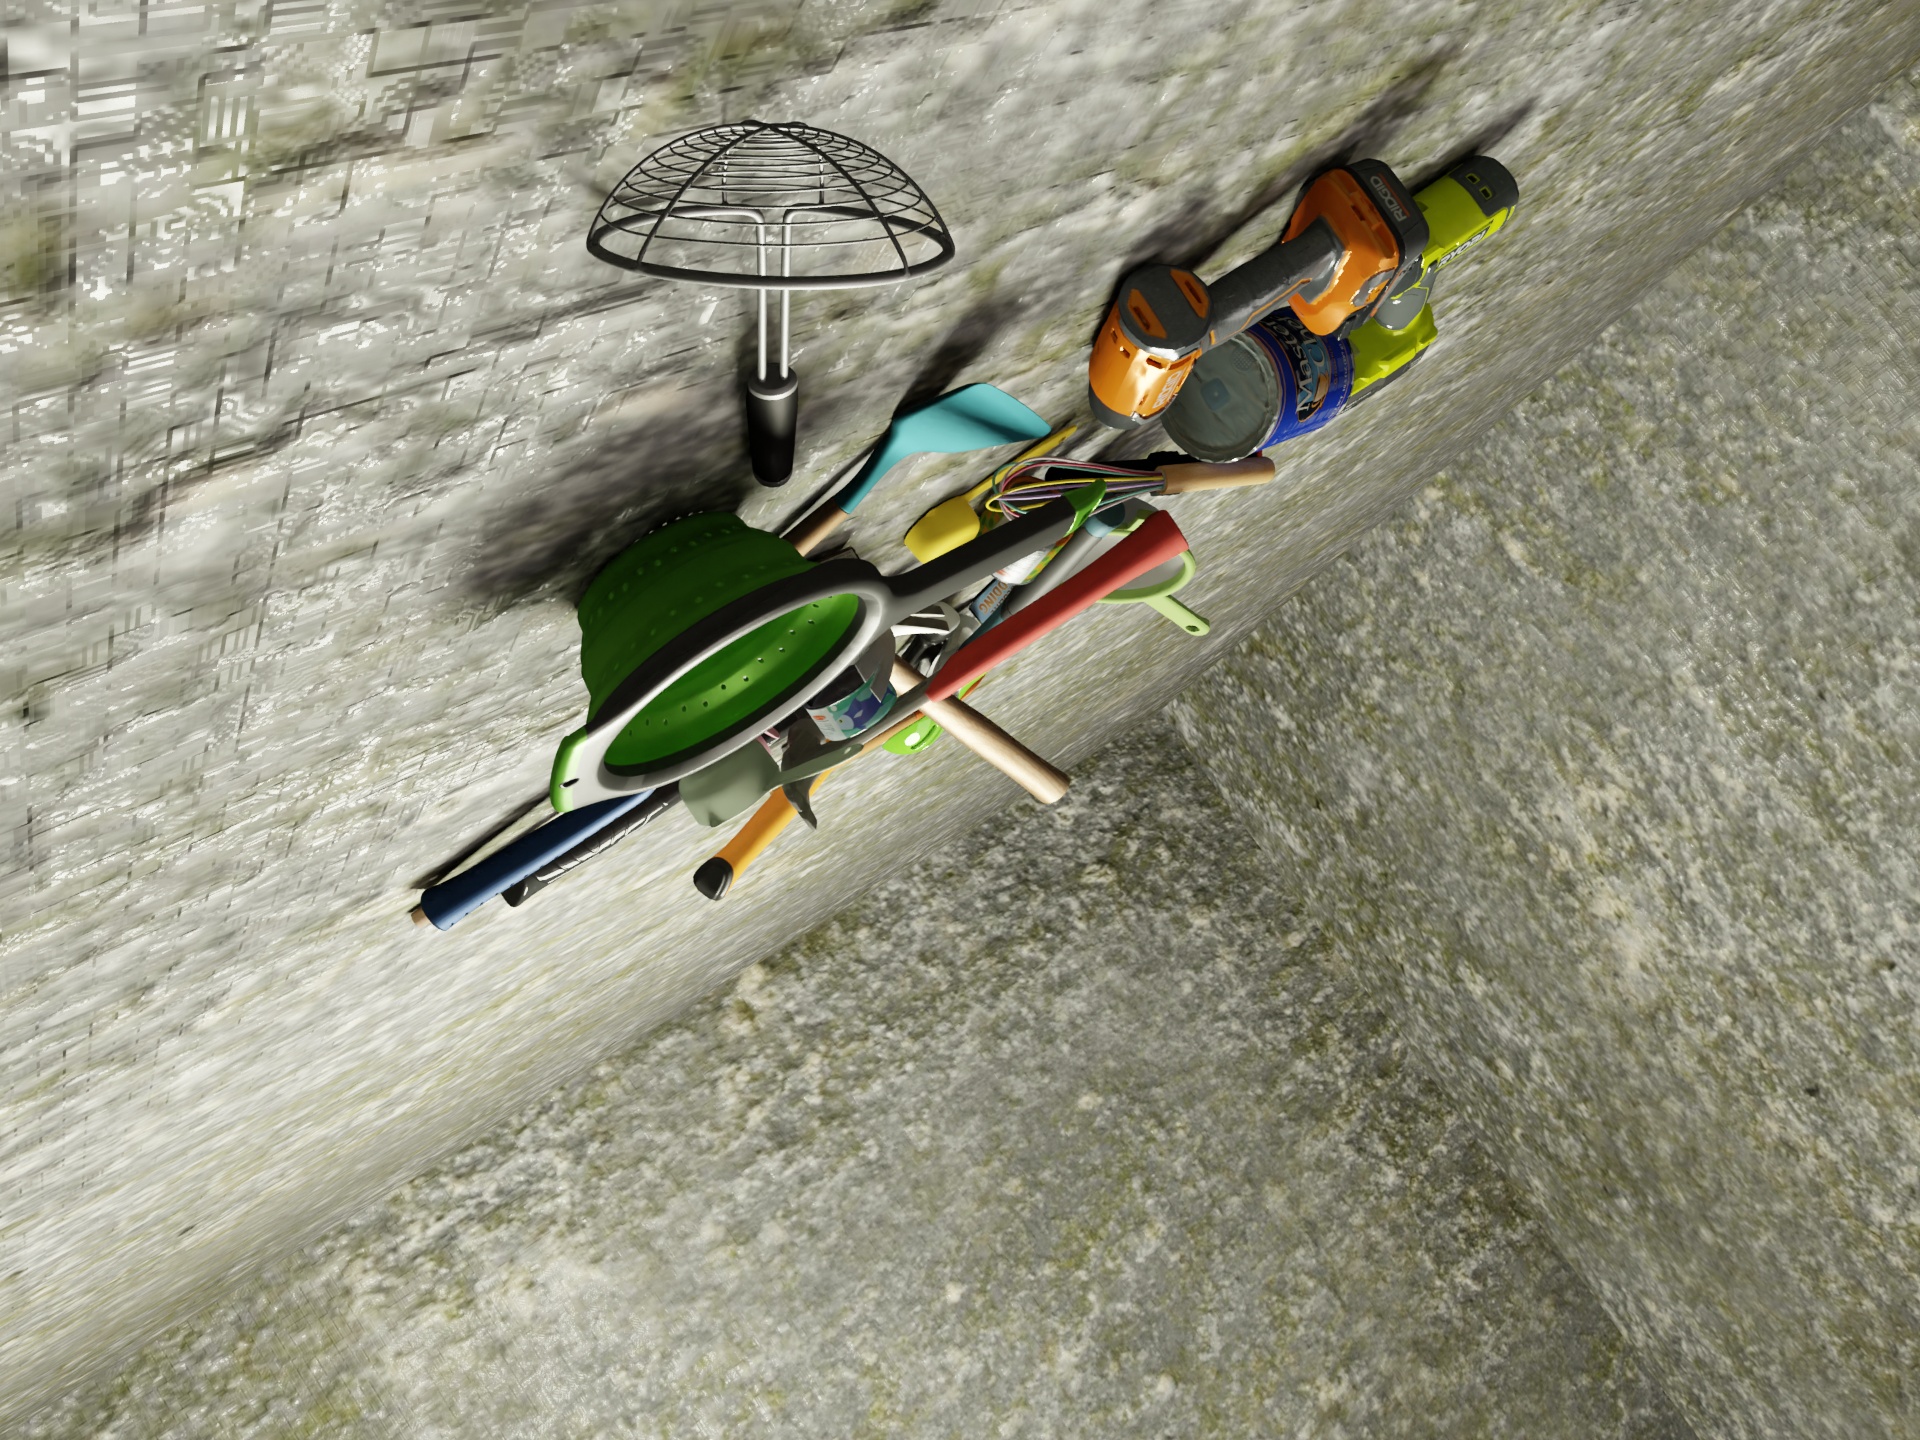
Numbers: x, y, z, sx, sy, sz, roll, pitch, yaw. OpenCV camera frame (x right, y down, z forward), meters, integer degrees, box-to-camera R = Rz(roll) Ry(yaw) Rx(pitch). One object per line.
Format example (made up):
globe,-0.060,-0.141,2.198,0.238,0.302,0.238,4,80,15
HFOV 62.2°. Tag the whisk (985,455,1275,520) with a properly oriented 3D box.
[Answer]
whisk,0.129,-0.178,1.195,0.245,0.051,0.047,-9,141,-23

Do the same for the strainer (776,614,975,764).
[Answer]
strainer,-0.077,-0.021,1.567,0.258,0.050,0.087,-32,-174,-1

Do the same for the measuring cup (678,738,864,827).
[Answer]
measuring cup,-0.144,0.031,1.193,0.167,0.038,0.083,-19,-153,33

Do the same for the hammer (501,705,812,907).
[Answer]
hammer,-0.242,0.059,1.359,0.335,0.035,0.146,-33,170,-21

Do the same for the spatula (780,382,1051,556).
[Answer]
spatula,-0.089,-0.111,0.989,0.317,0.044,0.082,-37,151,21

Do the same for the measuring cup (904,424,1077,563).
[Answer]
measuring cup,0.029,-0.168,1.192,0.156,0.029,0.062,-34,172,0

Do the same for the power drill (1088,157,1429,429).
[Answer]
power drill,0.186,-0.274,1.075,0.226,0.084,0.164,-29,171,-15

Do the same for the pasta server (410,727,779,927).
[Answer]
pasta server,-0.289,0.077,1.260,0.316,0.060,0.040,-32,131,-8

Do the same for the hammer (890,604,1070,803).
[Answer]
hammer,-0.002,-0.004,1.377,0.130,0.031,0.331,-35,139,18

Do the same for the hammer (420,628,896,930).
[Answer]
hammer,-0.223,0.039,1.185,0.405,0.035,0.144,-32,-157,2

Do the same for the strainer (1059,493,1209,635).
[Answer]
strainer,0.163,-0.148,1.451,0.151,0.069,0.256,-9,158,34

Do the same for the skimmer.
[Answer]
skimmer,-0.081,-0.144,0.682,0.127,0.090,0.363,-2,168,-7

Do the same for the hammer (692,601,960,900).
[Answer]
hammer,-0.118,0.032,1.391,0.337,0.034,0.127,-50,178,-31

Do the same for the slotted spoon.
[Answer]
slotted spoon,0.038,-0.069,1.525,0.313,0.031,0.070,-46,165,19

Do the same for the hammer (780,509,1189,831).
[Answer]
hammer,0.016,-0.047,1.221,0.359,0.036,0.149,-32,-158,7

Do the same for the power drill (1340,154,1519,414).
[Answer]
power drill,0.351,-0.352,1.321,0.171,0.080,0.223,-35,168,-11

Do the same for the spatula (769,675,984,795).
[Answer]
spatula,-0.071,-0.002,1.615,0.322,0.041,0.081,-30,-172,-36

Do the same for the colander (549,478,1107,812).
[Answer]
colander,-0.084,-0.087,0.937,0.397,0.094,0.204,-29,168,-27

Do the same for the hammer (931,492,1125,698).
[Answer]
hammer,0.050,-0.103,1.367,0.331,0.033,0.128,-44,-157,55
